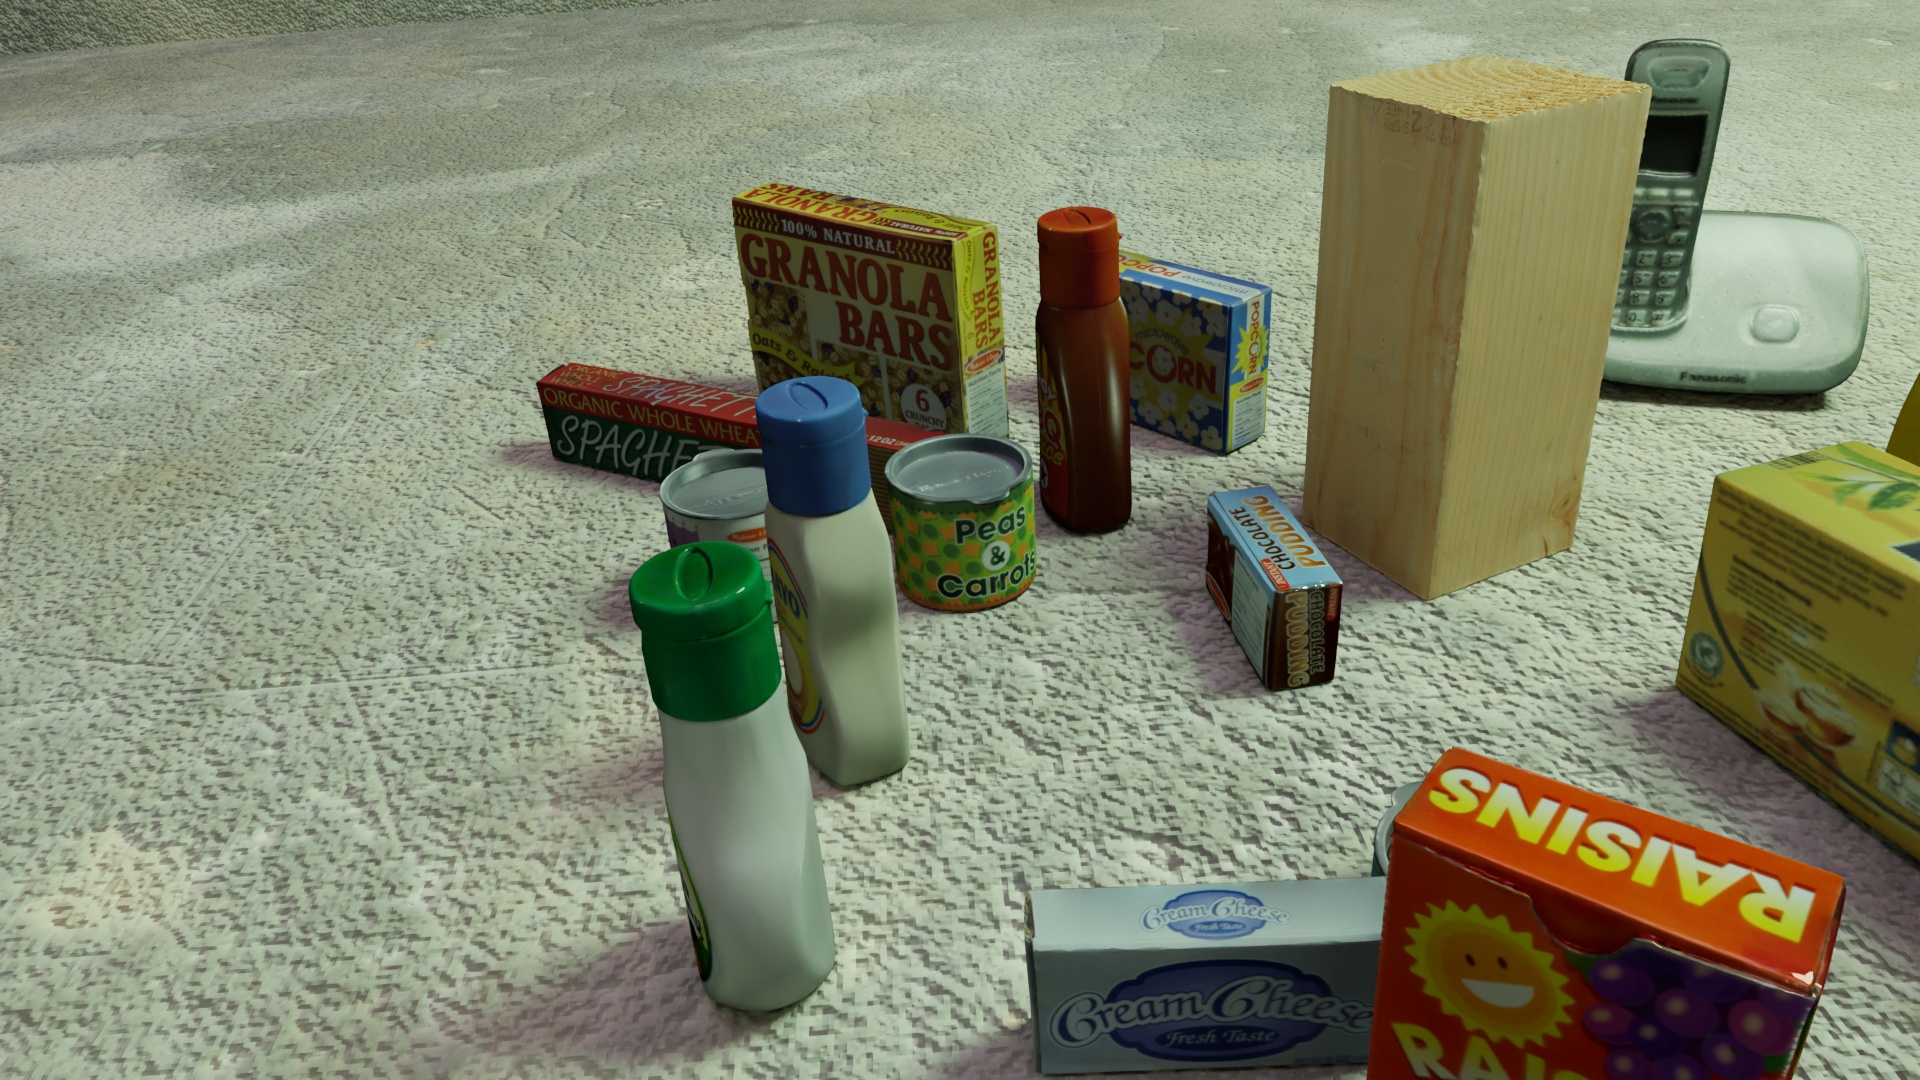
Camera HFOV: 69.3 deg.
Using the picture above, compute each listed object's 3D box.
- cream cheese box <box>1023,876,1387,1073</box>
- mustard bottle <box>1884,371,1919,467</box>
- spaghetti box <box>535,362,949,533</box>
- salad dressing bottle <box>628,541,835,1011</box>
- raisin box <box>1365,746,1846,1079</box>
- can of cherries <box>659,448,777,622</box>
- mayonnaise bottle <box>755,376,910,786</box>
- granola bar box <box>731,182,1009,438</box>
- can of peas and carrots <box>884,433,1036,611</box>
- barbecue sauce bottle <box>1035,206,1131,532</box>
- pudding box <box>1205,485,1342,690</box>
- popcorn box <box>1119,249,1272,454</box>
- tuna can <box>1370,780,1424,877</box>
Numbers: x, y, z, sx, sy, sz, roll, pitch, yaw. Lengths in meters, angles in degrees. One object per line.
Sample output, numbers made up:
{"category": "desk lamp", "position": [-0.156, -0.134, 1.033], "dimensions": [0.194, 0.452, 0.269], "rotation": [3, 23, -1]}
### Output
{"category": "cream cheese box", "position": [0.071, 0.124, 0.395], "dimensions": [0.104, 0.053, 0.024], "rotation": [-3, 30, 3]}
{"category": "mustard bottle", "position": [0.405, -0.047, 0.543], "dimensions": [0.049, 0.159, 0.065], "rotation": [-21, 34, -27]}
{"category": "spaghetti box", "position": [-0.118, -0.050, 0.725], "dimensions": [0.250, 0.050, 0.029], "rotation": [12, 34, 26]}
{"category": "salad dressing bottle", "position": [-0.066, 0.072, 0.409], "dimensions": [0.044, 0.147, 0.064], "rotation": [-9, 30, -7]}
{"category": "raisin box", "position": [0.142, 0.119, 0.325], "dimensions": [0.086, 0.122, 0.040], "rotation": [18, 37, 34]}
{"category": "can of cherries", "position": [-0.099, -0.003, 0.632], "dimensions": [0.071, 0.058, 0.072], "rotation": [-3, 30, 2]}
{"category": "mayonnaise bottle", "position": [-0.048, 0.015, 0.506], "dimensions": [0.041, 0.147, 0.065], "rotation": [-17, 32, -21]}
{"category": "granola bar box", "position": [-0.052, -0.124, 0.771], "dimensions": [0.166, 0.123, 0.039], "rotation": [19, 37, 35]}
{"category": "can of peas and carrots", "position": [0.002, -0.008, 0.628], "dimensions": [0.071, 0.058, 0.071], "rotation": [-3, 30, 2]}
{"category": "barbecue sauce bottle", "position": [0.058, -0.081, 0.658], "dimensions": [0.044, 0.147, 0.065], "rotation": [-9, 30, -8]}
{"category": "pudding box", "position": [0.128, 0.018, 0.576], "dimensions": [0.030, 0.049, 0.084], "rotation": [-8, 30, -6]}
{"category": "popcorn box", "position": [0.108, -0.107, 0.761], "dimensions": [0.038, 0.084, 0.127], "rotation": [-28, 37, -35]}
{"category": "tuna can", "position": [0.160, 0.108, 0.431], "dimensions": [0.071, 0.032, 0.071], "rotation": [-3, 30, 2]}
